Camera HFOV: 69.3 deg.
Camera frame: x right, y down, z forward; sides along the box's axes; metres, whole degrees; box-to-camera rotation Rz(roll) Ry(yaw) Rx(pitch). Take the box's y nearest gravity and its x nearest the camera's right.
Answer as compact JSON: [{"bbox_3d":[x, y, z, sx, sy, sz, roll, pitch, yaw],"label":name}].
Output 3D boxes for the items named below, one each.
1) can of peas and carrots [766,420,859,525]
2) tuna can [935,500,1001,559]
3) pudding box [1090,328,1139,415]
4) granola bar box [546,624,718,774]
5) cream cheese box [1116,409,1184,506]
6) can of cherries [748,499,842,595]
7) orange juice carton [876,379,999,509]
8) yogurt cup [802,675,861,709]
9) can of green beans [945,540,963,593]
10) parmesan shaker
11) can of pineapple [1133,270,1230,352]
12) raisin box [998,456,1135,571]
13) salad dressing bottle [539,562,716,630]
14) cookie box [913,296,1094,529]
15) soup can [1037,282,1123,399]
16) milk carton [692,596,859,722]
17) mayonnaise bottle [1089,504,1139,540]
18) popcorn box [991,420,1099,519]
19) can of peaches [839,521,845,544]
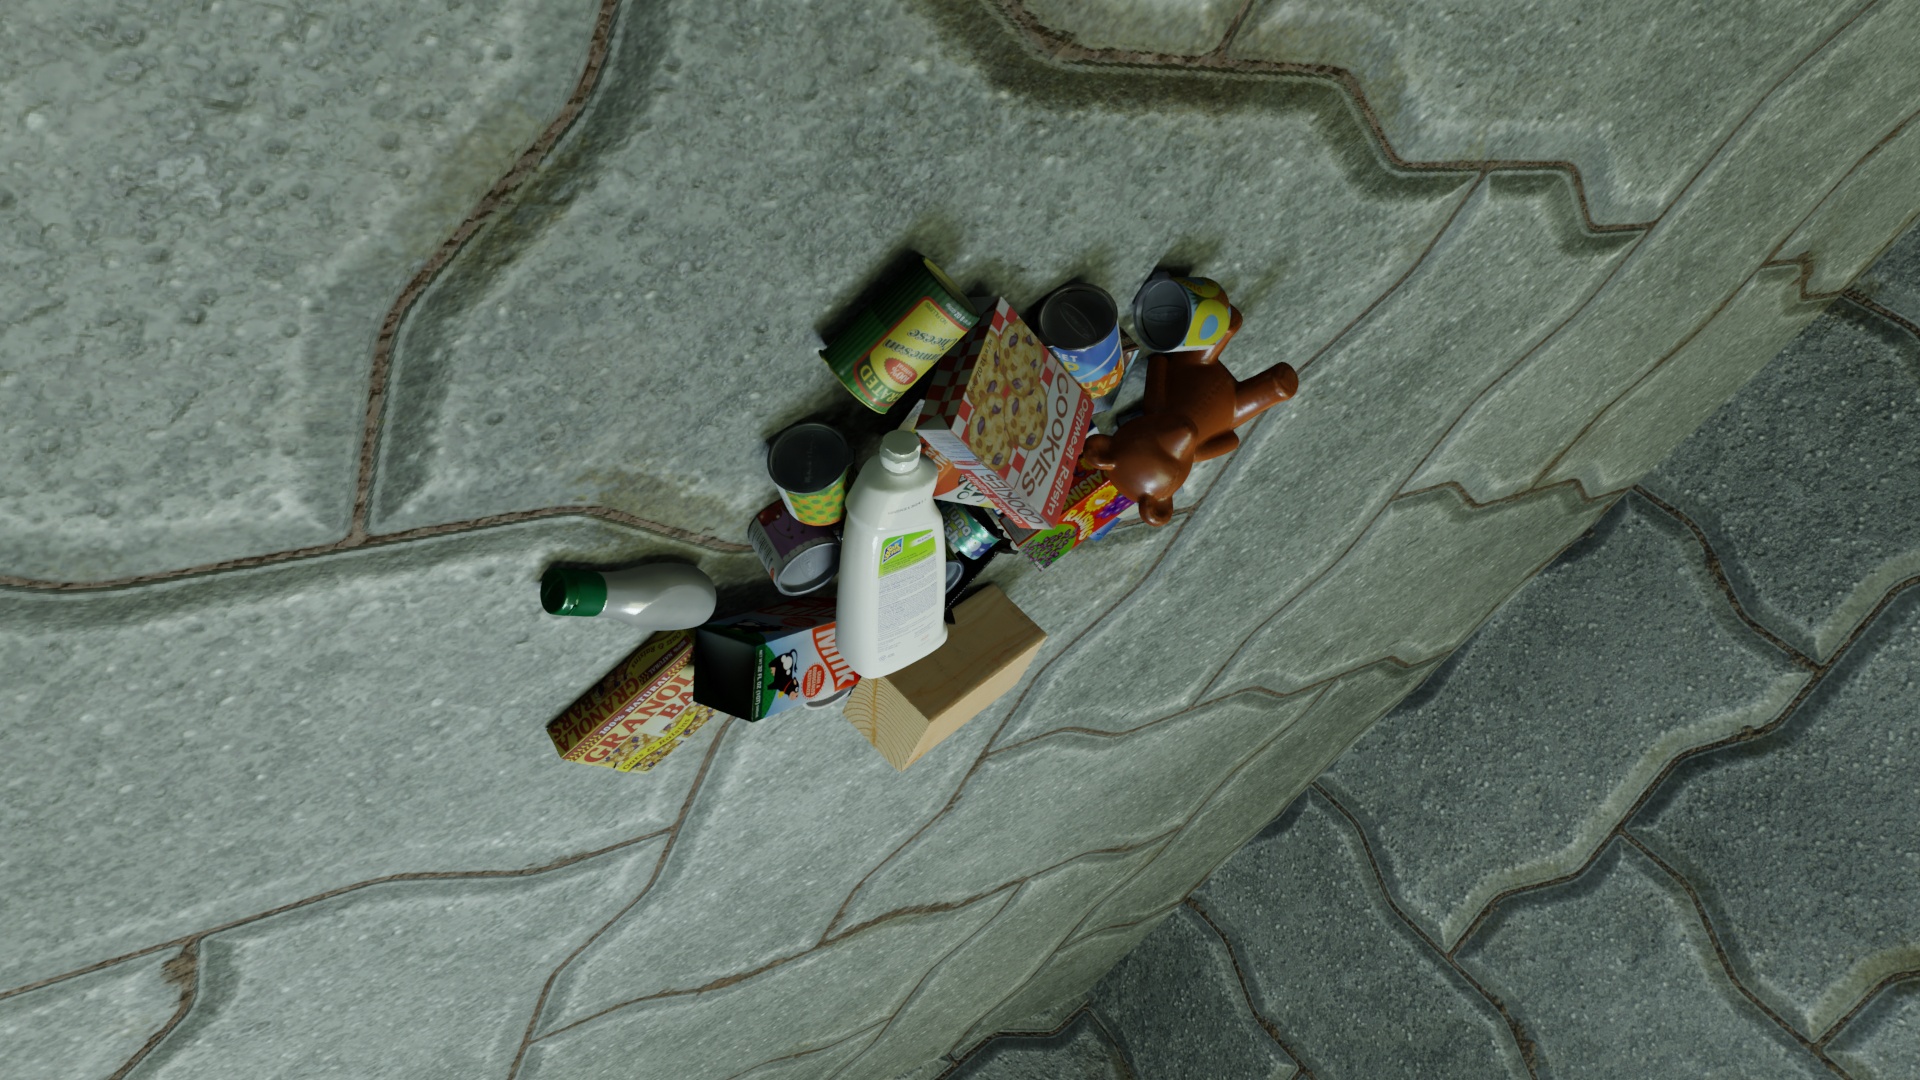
[{"bbox_3d":[-0.114,-0.053,1.112,0.071,0.071,0.058,-31,154,-8],"label":"can of peas and carrots"},{"bbox_3d":[0.005,-0.016,1.308,0.033,0.071,0.071,-41,152,12],"label":"tuna can"},{"bbox_3d":[0.125,-0.151,1.270,0.050,0.030,0.083,-17,148,-29],"label":"pudding box"},{"bbox_3d":[-0.277,0.146,1.280,0.165,0.039,0.124,-40,152,9],"label":"granola bar box"},{"bbox_3d":[0.192,-0.085,1.407,0.053,0.024,0.103,-17,128,-1],"label":"cream cheese box"},{"bbox_3d":[-0.138,0.003,1.188,0.072,0.058,0.071,-27,151,-16],"label":"can of cherries"},{"bbox_3d":[0.005,-0.081,1.198,0.071,0.073,0.193,-48,150,23],"label":"orange juice carton"},{"bbox_3d":[-0.140,0.128,1.390,0.072,0.054,0.072,-27,152,-16],"label":"yogurt cup"},{"bbox_3d":[-0.039,0.020,1.327,0.071,0.058,0.071,-27,152,-16],"label":"can of green beans"},{"bbox_3d":[-0.045,-0.154,1.032,0.103,0.071,0.071,-43,152,14],"label":"parmesan shaker"},{"bbox_3d":[0.197,-0.202,1.231,0.058,0.071,0.070,-9,143,-41],"label":"can of pineapple"},{"bbox_3d":[0.106,-0.030,1.347,0.123,0.040,0.086,-36,154,5],"label":"raisin box"},{"bbox_3d":[-0.267,0.044,1.124,0.064,0.044,0.148,-47,150,25],"label":"salad dressing bottle"},{"bbox_3d":[0.042,-0.100,1.127,0.167,0.040,0.123,41,61,-47],"label":"cookie box"},{"bbox_3d":[0.101,-0.166,1.178,0.071,0.071,0.083,-33,153,-5],"label":"soup can"},{"bbox_3d":[-0.151,0.101,1.267,0.191,0.073,0.072,-14,112,-55],"label":"milk carton"},{"bbox_3d":[0.183,-0.061,1.471,0.147,0.041,0.065,-46,143,22],"label":"mayonnaise bottle"},{"bbox_3d":[0.079,-0.070,1.339,0.127,0.038,0.085,-36,153,1],"label":"popcorn box"},{"bbox_3d":[-0.069,0.002,1.257,0.058,0.071,0.071,-22,150,-24],"label":"can of peaches"}]
